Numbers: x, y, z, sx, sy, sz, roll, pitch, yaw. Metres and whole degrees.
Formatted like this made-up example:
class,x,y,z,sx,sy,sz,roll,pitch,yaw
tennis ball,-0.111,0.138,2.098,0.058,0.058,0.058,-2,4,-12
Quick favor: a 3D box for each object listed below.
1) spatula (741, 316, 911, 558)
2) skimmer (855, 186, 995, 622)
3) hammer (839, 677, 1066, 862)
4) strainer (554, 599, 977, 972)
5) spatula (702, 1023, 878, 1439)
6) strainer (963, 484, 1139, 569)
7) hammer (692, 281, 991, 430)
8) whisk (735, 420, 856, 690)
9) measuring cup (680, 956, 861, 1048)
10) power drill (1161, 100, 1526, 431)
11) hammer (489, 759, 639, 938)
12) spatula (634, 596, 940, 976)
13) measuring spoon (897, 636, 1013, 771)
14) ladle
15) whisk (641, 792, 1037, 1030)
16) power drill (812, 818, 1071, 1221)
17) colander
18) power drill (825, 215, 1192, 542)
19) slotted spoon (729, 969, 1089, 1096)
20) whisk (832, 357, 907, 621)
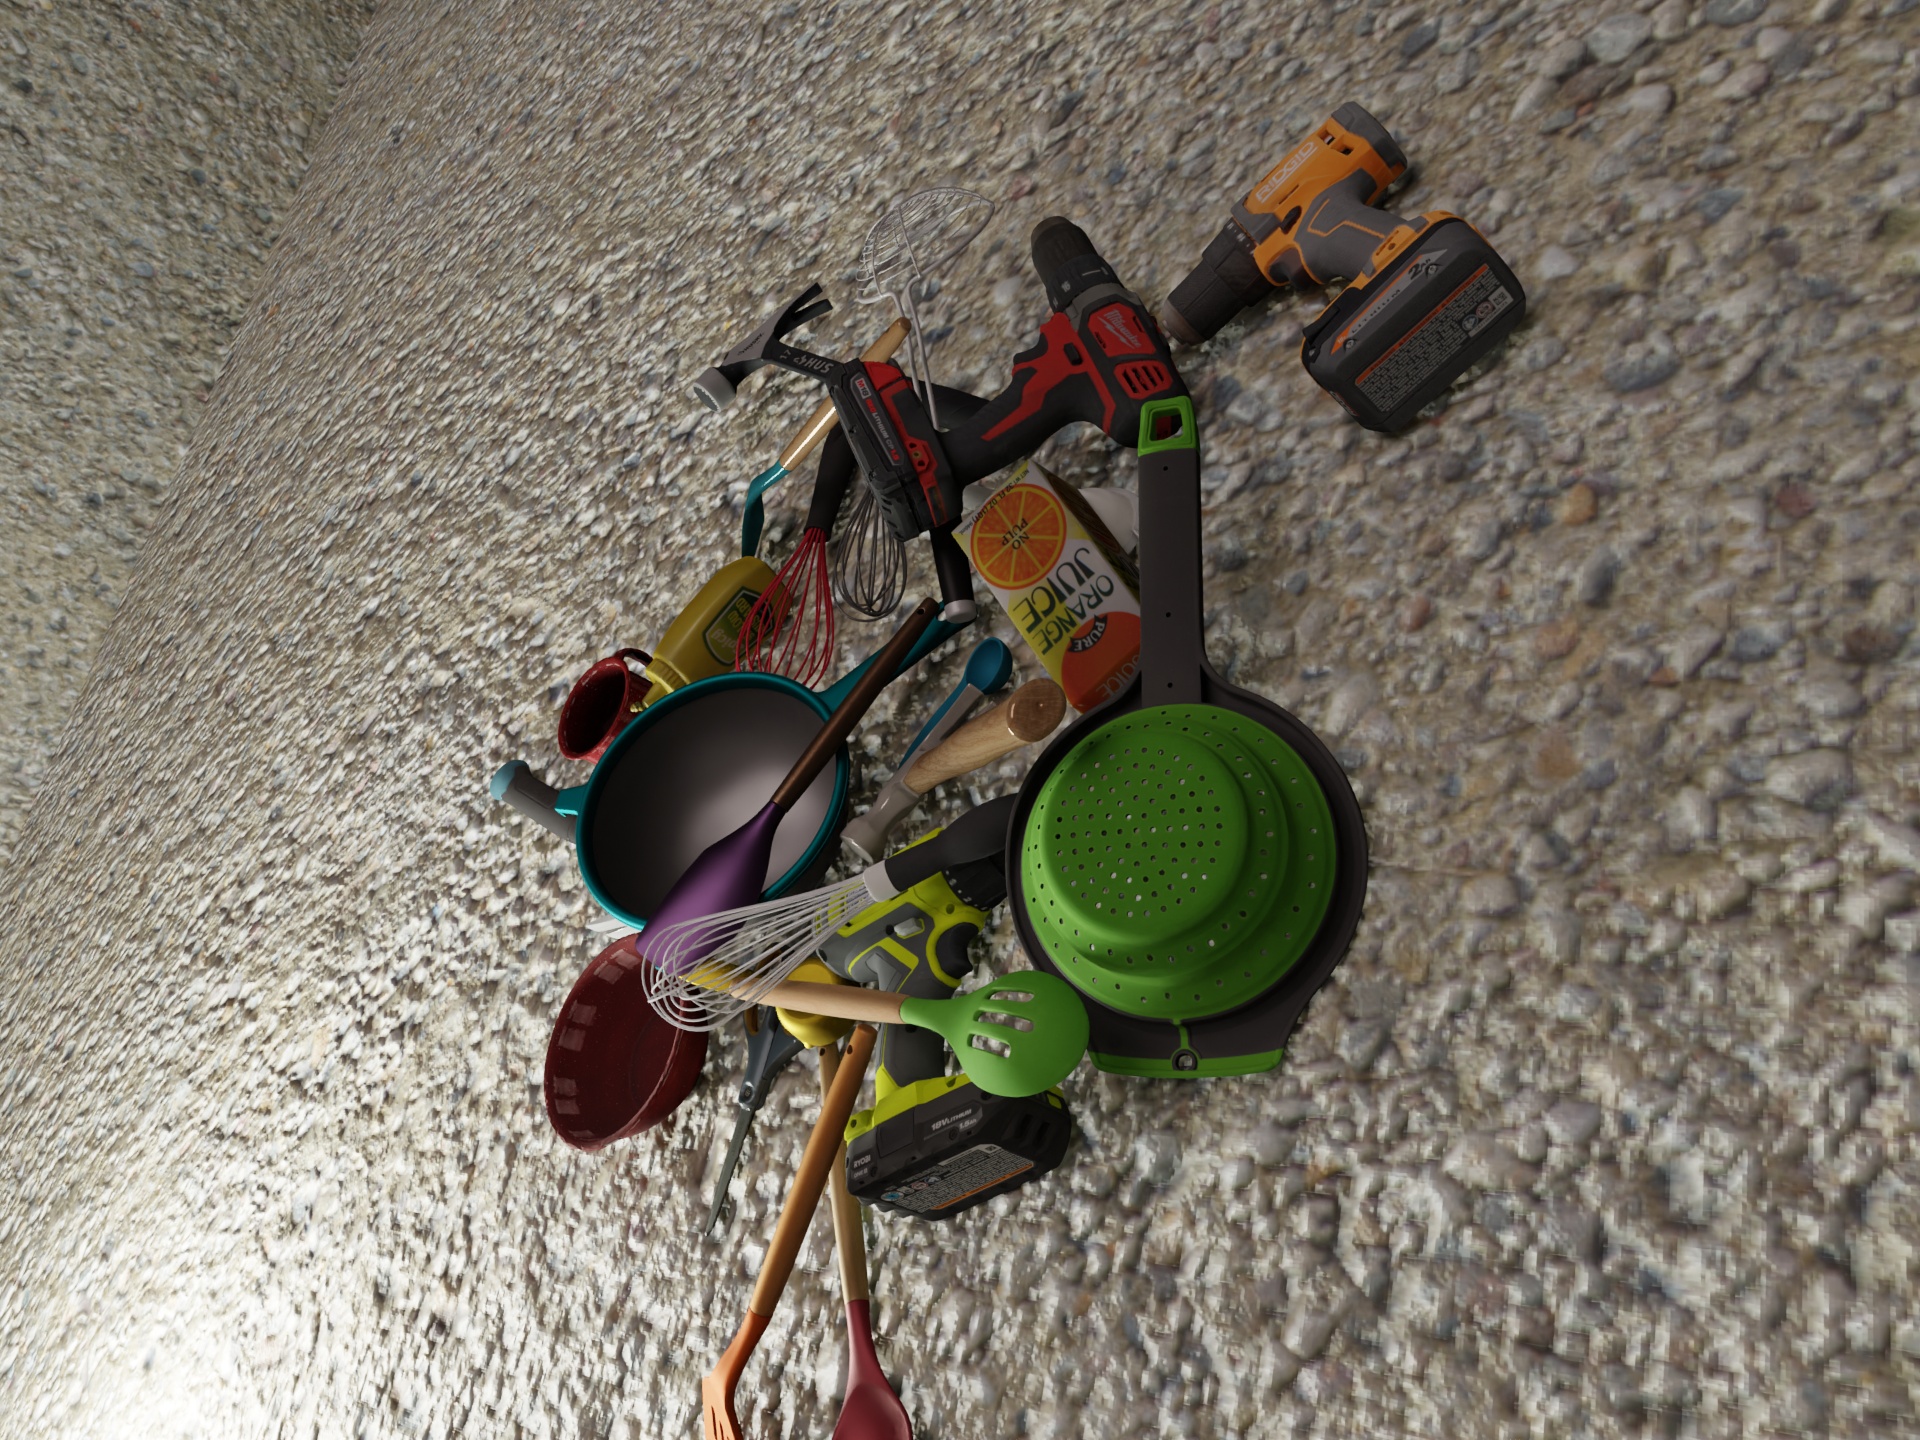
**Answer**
class,x,y,z,sx,sy,sz,roll,pitch,yaw
spatula,-0.115,-0.214,1.254,0.317,0.044,0.082,-38,32,47
skimmer,-0.009,-0.240,1.190,0.127,0.090,0.363,-20,71,32
hammer,0.003,0.017,0.951,0.130,0.031,0.331,-51,5,-15
strainer,-0.114,0.036,1.159,0.340,0.095,0.211,-38,52,-7
spatula,-0.101,0.323,0.930,0.081,0.041,0.322,36,108,54
strainer,0.045,-0.150,1.137,0.087,0.050,0.259,-49,36,-12
hammer,-0.069,-0.280,1.318,0.149,0.036,0.409,-47,42,-13
whisk,-0.119,-0.135,1.283,0.073,0.073,0.296,-17,49,39
measuring cup,-0.139,0.178,1.083,0.156,0.029,0.062,9,66,27
power drill,0.226,-0.272,0.997,0.185,0.084,0.226,-42,39,20
hammer,-0.326,0.091,1.369,0.331,0.033,0.128,20,81,49
spatula,-0.107,0.039,1.082,0.060,0.018,0.316,29,72,23
measuring spoon,-0.002,-0.004,1.116,0.128,0.021,0.042,-52,33,23
ladle,-0.067,0.330,0.968,0.069,0.031,0.316,-33,45,24
whisk,-0.075,0.111,0.972,0.284,0.070,0.070,-28,48,13
power drill,-0.003,0.165,0.965,0.190,0.080,0.229,-33,44,28
colander,0.108,-0.010,0.868,0.204,0.094,0.397,-6,73,21
power drill,0.025,-0.242,1.100,0.226,0.080,0.188,-24,67,-1
slotted spoon,-0.047,0.169,0.928,0.314,0.031,0.070,-4,55,49
whisk,-0.064,-0.178,1.197,0.055,0.055,0.239,-20,54,37
